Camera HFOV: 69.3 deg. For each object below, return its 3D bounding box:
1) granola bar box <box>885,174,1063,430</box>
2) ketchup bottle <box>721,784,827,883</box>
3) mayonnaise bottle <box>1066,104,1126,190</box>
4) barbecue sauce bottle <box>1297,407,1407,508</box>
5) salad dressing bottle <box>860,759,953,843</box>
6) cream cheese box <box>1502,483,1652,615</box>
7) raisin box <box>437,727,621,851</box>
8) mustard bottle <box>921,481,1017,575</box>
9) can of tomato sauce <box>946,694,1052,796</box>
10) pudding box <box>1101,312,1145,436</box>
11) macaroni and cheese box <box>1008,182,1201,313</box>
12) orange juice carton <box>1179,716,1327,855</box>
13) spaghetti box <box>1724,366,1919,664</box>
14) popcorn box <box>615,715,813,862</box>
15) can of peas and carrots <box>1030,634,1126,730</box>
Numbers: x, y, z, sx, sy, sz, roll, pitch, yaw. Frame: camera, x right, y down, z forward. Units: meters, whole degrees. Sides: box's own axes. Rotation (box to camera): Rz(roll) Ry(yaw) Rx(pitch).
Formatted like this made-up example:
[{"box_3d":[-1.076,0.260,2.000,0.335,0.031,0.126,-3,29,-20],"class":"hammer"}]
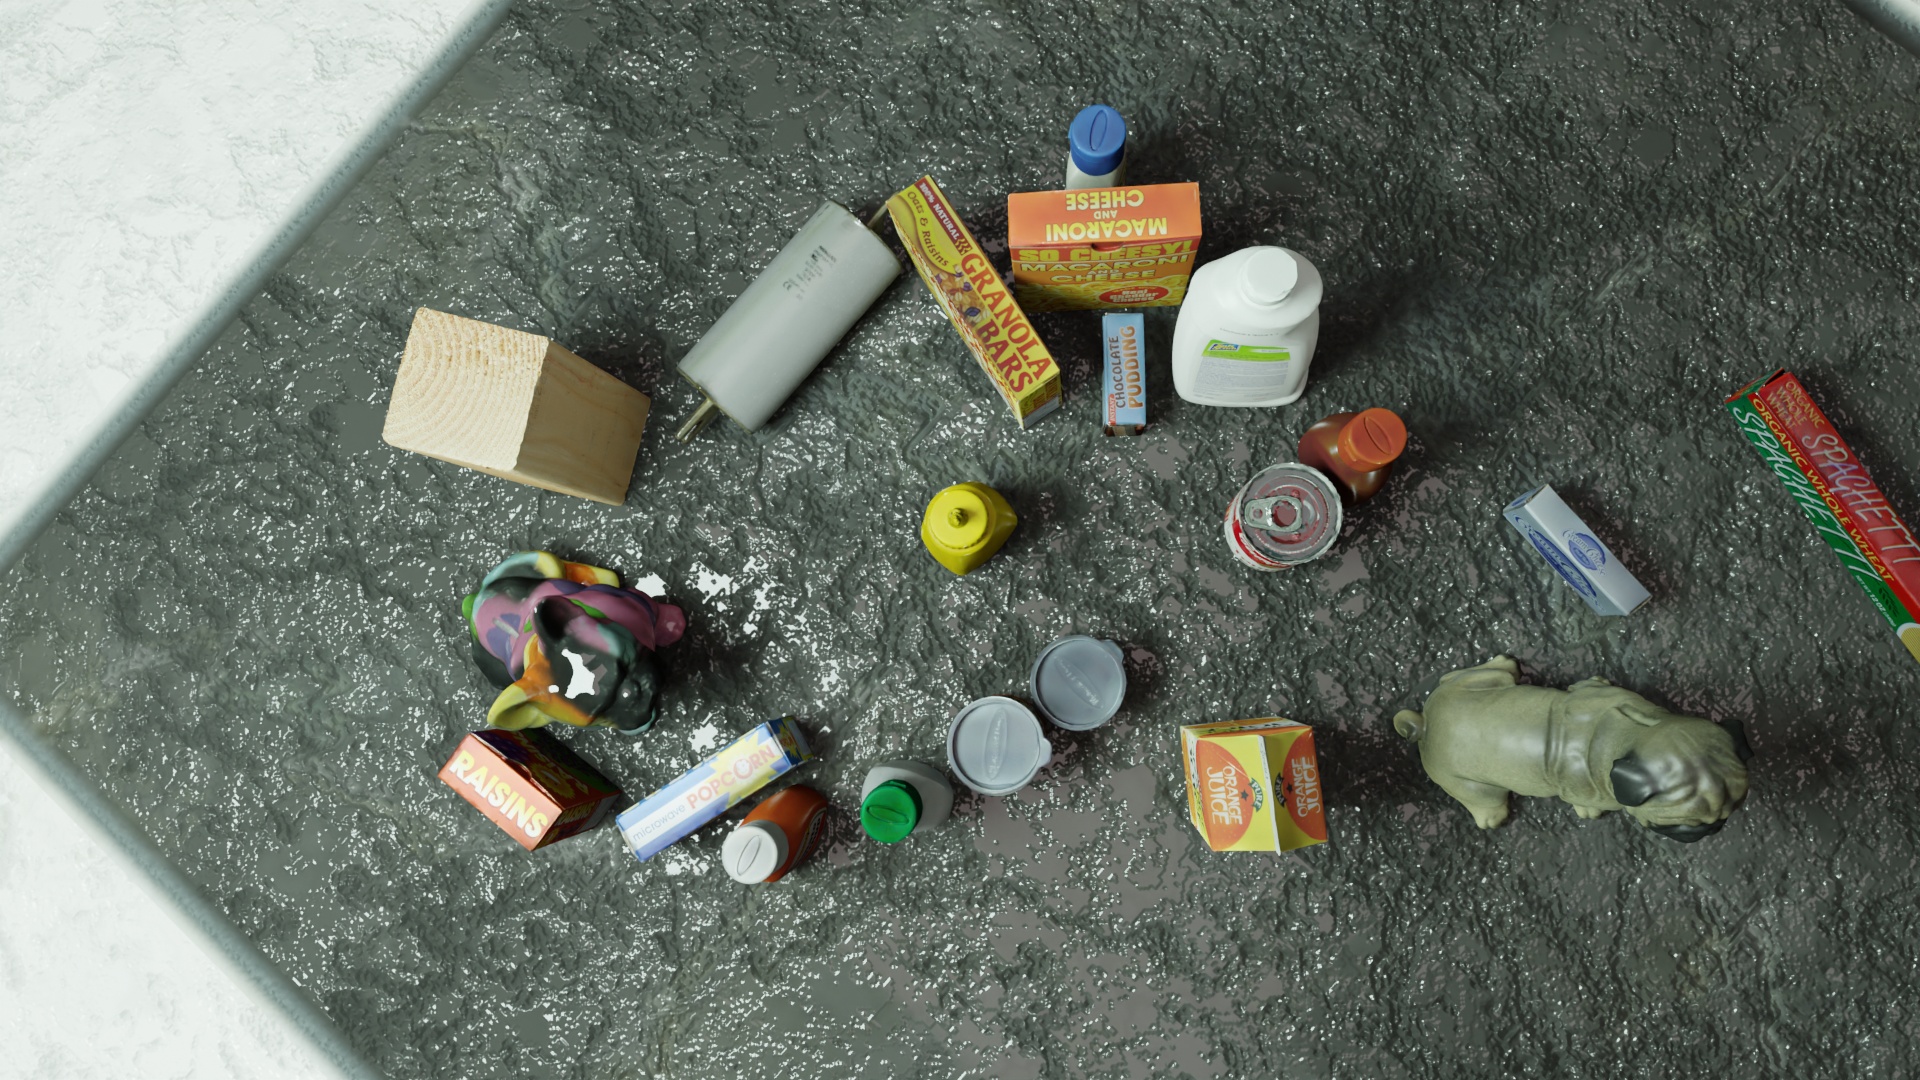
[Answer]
[{"box_3d":[0.014,-0.165,0.984,0.039,0.124,0.165,-33,83,1],"class":"granola bar box"},{"box_3d":[-0.128,0.204,0.948,0.043,0.148,0.065,26,88,6],"class":"ketchup bottle"},{"box_3d":[0.096,-0.260,0.975,0.041,0.148,0.065,13,86,6],"class":"mayonnaise bottle"},{"box_3d":[0.267,-0.059,0.942,0.043,0.148,0.065,-32,84,1],"class":"barbecue sauce bottle"},{"box_3d":[-0.040,0.177,0.944,0.064,0.147,0.044,15,87,6],"class":"salad dressing bottle"},{"box_3d":[0.429,0.008,0.971,0.024,0.053,0.104,-41,83,0],"class":"cream cheese box"},{"box_3d":[-0.299,0.171,0.977,0.086,0.123,0.040,37,89,7],"class":"raisin box"},{"box_3d":[0.003,-0.012,0.952,0.049,0.160,0.065,45,90,7],"class":"mustard bottle"},{"box_3d":[0.029,0.141,0.975,0.071,0.083,0.071,0,85,5],"class":"can of tomato sauce"},{"box_3d":[0.118,-0.120,1.009,0.030,0.049,0.083,-1,85,5],"class":"pudding box"},{"box_3d":[0.098,-0.198,0.959,0.124,0.166,0.040,-3,85,4],"class":"macaroni and cheese box"},{"box_3d":[0.190,0.157,0.905,0.073,0.192,0.072,-6,85,4],"class":"orange juice carton"},{"box_3d":[0.623,-0.008,0.959,0.029,0.050,0.250,-34,83,1],"class":"spaghetti box"},{"box_3d":[-0.172,0.174,0.986,0.127,0.085,0.038,-33,83,1],"class":"popcorn box"},{"box_3d":[0.085,0.099,0.987,0.071,0.058,0.071,0,85,4],"class":"can of peas and carrots"}]
